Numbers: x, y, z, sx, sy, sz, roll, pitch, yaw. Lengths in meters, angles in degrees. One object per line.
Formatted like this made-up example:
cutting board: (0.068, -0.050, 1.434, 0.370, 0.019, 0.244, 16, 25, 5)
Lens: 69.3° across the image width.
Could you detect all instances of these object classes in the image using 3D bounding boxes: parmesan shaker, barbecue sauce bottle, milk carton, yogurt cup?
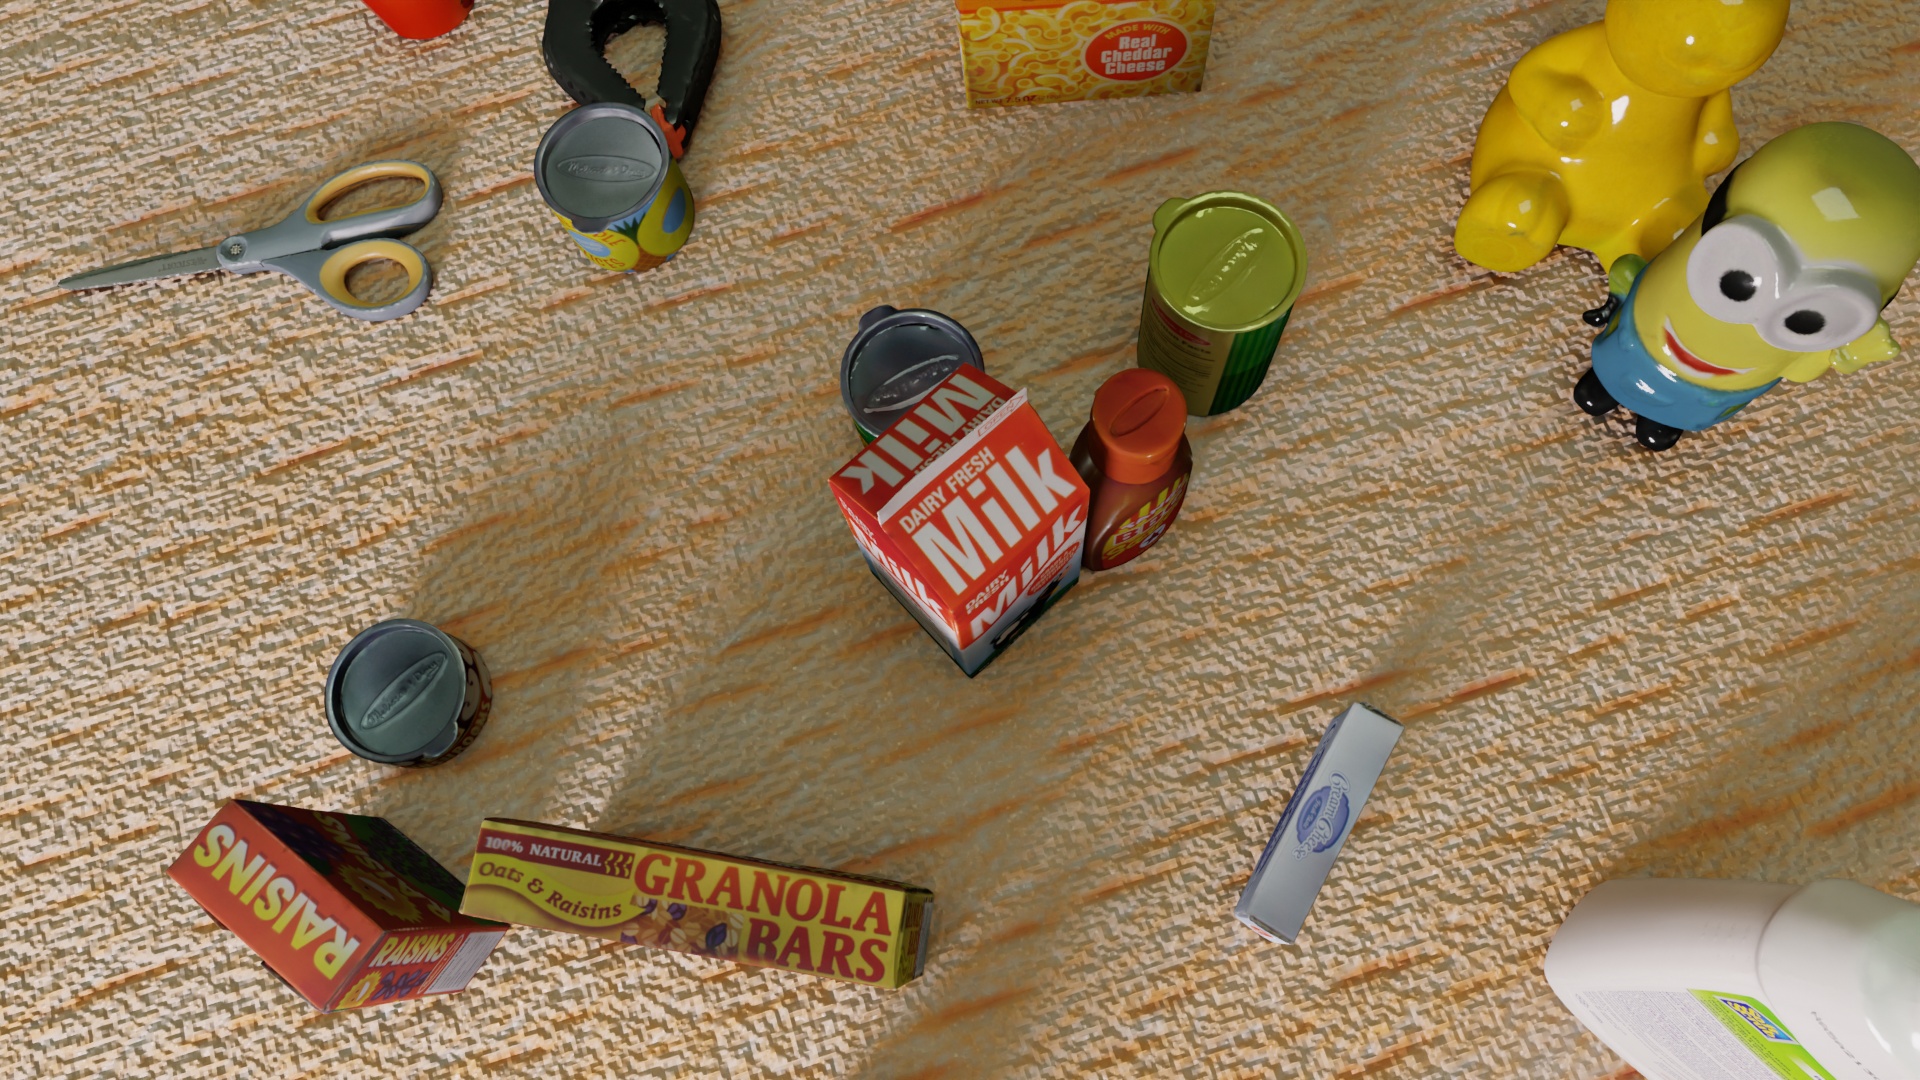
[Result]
parmesan shaker: (0.114, -0.107, 0.635, 0.071, 0.103, 0.071, -1, 75, 3)
barbecue sauce bottle: (0.071, -0.030, 0.593, 0.065, 0.148, 0.044, -39, 76, -7)
milk carton: (0.002, -0.007, 0.569, 0.072, 0.190, 0.073, -42, 77, -7)
yogurt cup: (-0.295, -0.306, 0.740, 0.072, 0.054, 0.072, -1, 75, 3)

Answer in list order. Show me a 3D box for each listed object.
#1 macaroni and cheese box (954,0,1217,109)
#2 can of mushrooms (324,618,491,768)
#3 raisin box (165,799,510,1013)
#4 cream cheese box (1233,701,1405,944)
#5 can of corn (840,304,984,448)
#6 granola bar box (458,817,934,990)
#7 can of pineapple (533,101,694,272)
macaroni and cheese box: (0.058, -0.268, 0.650, 0.124, 0.166, 0.040, -4, 75, 2)
can of mushrooms: (-0.253, 0.073, 0.643, 0.071, 0.033, 0.071, -1, 75, 3)
raisin box: (-0.252, 0.150, 0.575, 0.086, 0.123, 0.040, 36, 80, 12)
cream cheese box: (0.152, 0.121, 0.595, 0.024, 0.053, 0.104, 29, 78, 10)
can of corn: (-0.021, -0.070, 0.656, 0.071, 0.058, 0.071, -1, 75, 3)
granola bar box: (-0.098, 0.147, 0.566, 0.166, 0.124, 0.039, 8, 76, 6)
can of pineapple: (-0.172, -0.174, 0.694, 0.071, 0.057, 0.071, -1, 75, 3)
